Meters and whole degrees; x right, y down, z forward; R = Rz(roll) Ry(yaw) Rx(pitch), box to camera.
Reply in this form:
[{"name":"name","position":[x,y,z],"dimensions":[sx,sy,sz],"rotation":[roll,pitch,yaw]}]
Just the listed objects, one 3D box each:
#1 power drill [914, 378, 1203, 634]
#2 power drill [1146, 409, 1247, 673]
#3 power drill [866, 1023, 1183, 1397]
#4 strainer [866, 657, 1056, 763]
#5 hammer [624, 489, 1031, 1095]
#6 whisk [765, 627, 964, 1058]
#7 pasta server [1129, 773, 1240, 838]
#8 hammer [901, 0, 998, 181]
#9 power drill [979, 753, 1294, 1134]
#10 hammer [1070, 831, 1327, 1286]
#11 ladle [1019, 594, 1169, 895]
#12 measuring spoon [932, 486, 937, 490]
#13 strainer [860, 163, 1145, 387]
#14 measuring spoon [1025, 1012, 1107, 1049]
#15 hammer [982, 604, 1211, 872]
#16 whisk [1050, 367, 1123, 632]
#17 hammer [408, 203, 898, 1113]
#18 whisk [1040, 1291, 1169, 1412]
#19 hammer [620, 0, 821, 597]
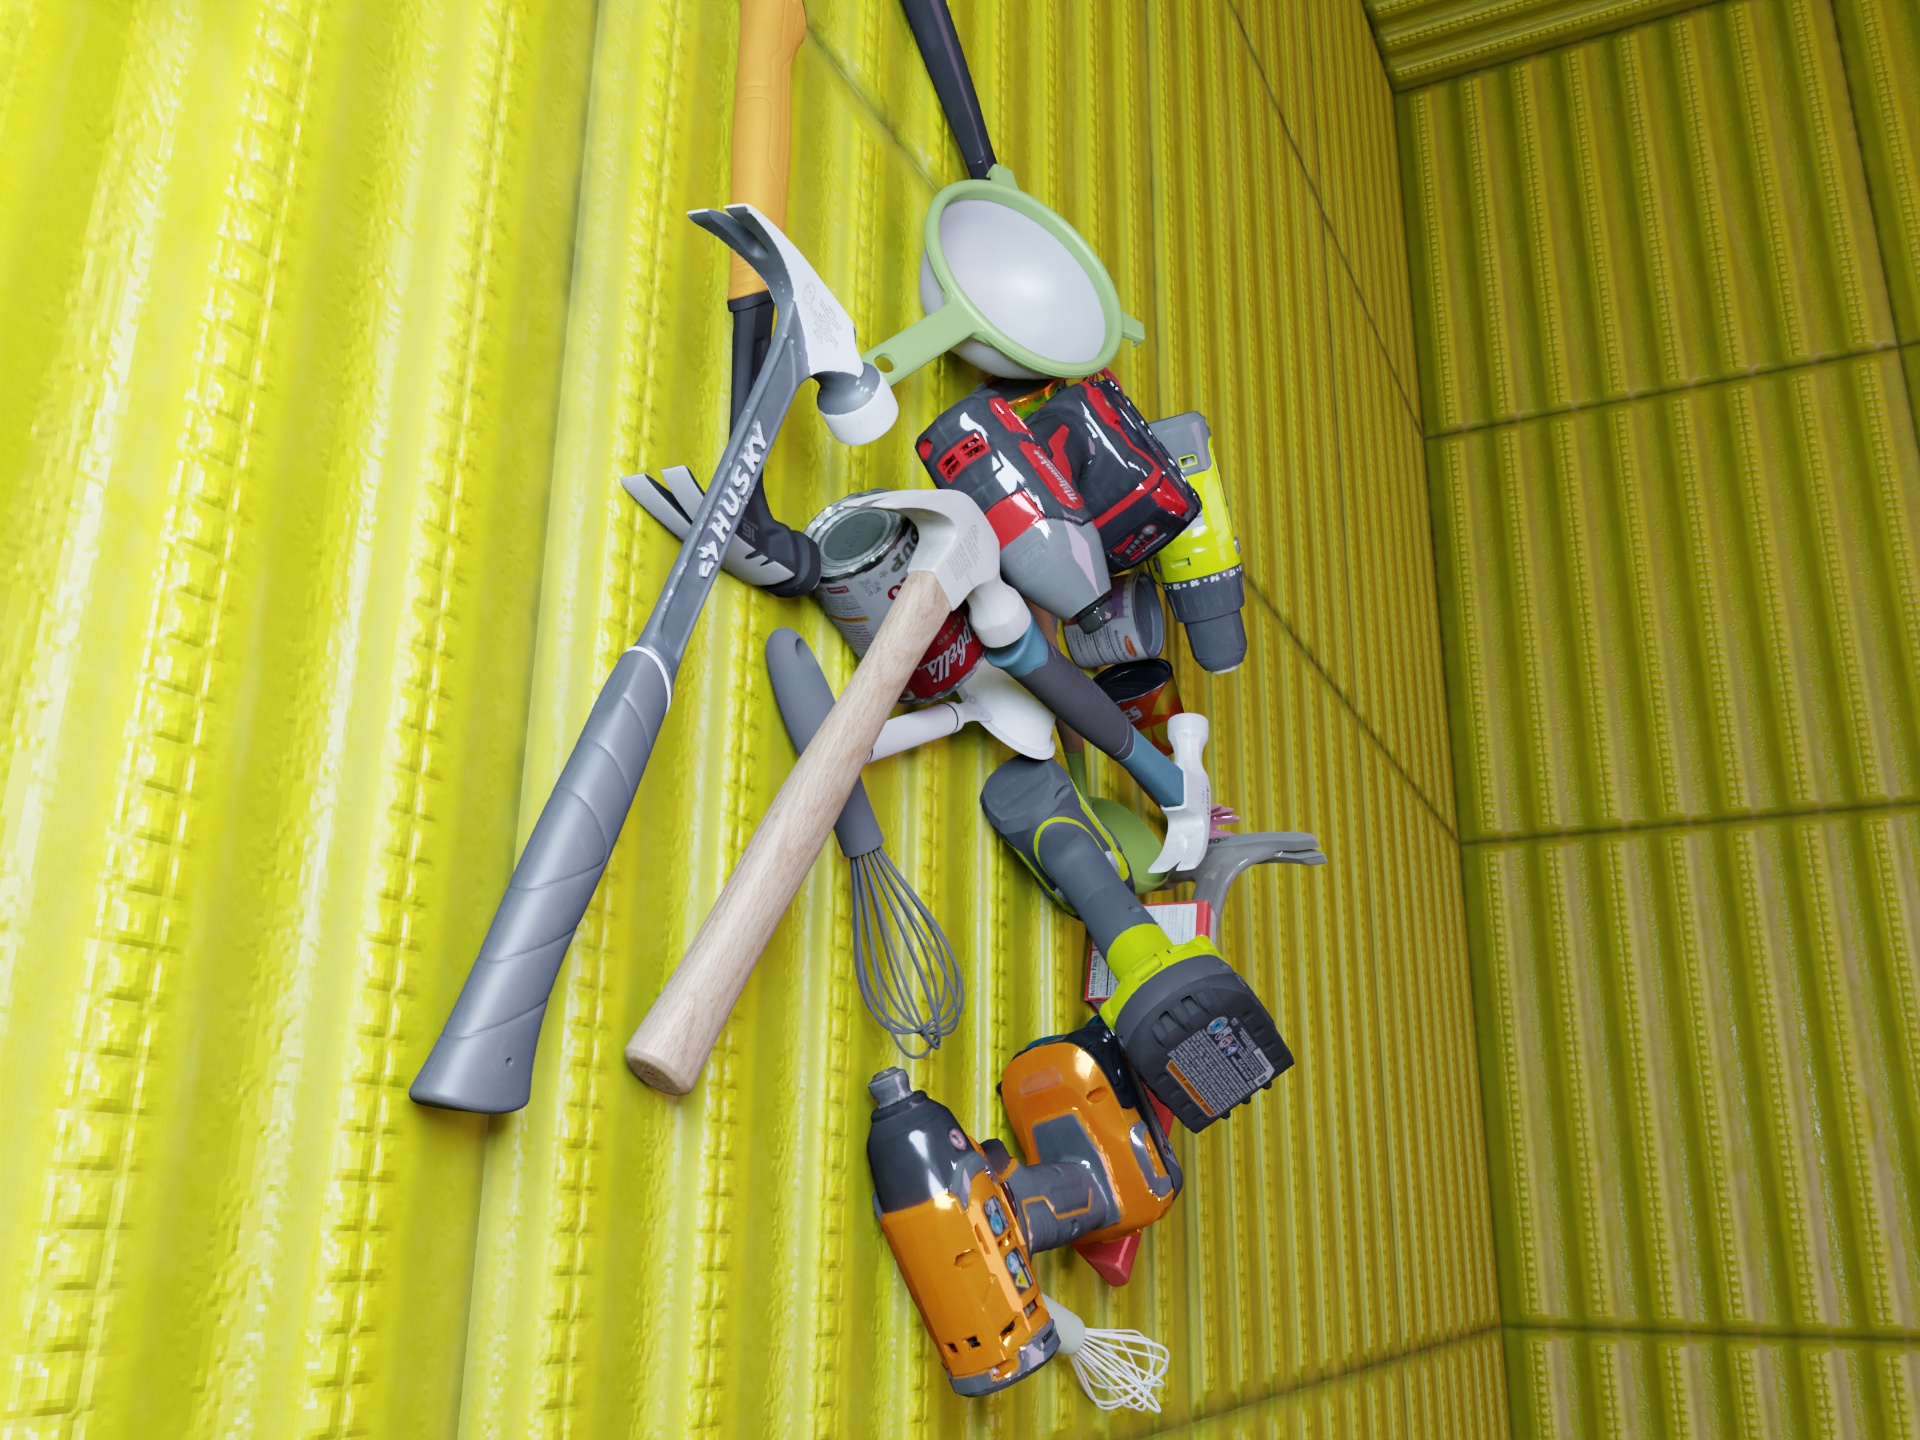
[{"name":"power drill","position":[0.064,-0.128,0.932],"dimensions":[0.143,0.078,0.219],"rotation":[54,25,1]},{"name":"power drill","position":[0.179,-0.145,1.245],"dimensions":[0.228,0.080,0.190],"rotation":[-68,143,-77]},{"name":"power drill","position":[0.031,0.245,0.883],"dimensions":[0.226,0.084,0.164],"rotation":[-14,79,-61]},{"name":"strainer","position":[-0.001,-0.003,0.931],"dimensions":[0.087,0.050,0.258],"rotation":[49,30,13]},{"name":"hammer","position":[-0.061,0.020,0.735],"dimensions":[0.129,0.031,0.331],"rotation":[59,47,-39]},{"name":"whisk","position":[-0.052,0.065,0.812],"dimensions":[0.055,0.055,0.239],"rotation":[-43,116,-61]},{"name":"pasta server","position":[0.174,0.068,1.261],"dimensions":[0.316,0.040,0.060],"rotation":[41,61,-65]},{"name":"hammer","position":[0.006,-0.399,1.084],"dimensions":[0.146,0.035,0.334],"rotation":[-67,141,-49]},{"name":"power drill","position":[0.107,0.136,0.985],"dimensions":[0.171,0.080,0.223],"rotation":[52,3,-45]},{"name":"hammer","position":[0.157,0.225,1.124],"dimensions":[0.036,0.149,0.359],"rotation":[55,42,-32]},{"name":"ladle","position":[0.082,-0.005,1.061],"dimensions":[0.078,0.062,0.319],"rotation":[-93,167,-53]},{"name":"measuring spoon","position":[0.005,-0.138,1.037],"dimensions":[0.117,0.011,0.021],"rotation":[-1,91,-69]},{"name":"strainer","position":[-0.001,-0.241,0.988],"dimensions":[0.151,0.069,0.256],"rotation":[49,47,-2]},{"name":"measuring spoon","position":[0.072,0.222,1.070],"dimensions":[0.128,0.021,0.042],"rotation":[9,60,-55]},{"name":"hammer","position":[0.097,0.007,1.016],"dimensions":[0.330,0.033,0.128],"rotation":[37,49,-56]},{"name":"whisk","position":[0.068,-0.135,1.118],"dimensions":[0.073,0.073,0.296],"rotation":[45,50,-53]},{"name":"hammer","position":[-0.122,-0.035,0.644],"dimensions":[0.149,0.036,0.409],"rotation":[57,42,-48]},{"name":"whisk","position":[0.068,0.381,0.980],"dimensions":[0.246,0.059,0.058],"rotation":[49,4,-44]},{"name":"hammer","position":[-0.107,-0.237,0.796],"dimensions":[0.127,0.034,0.337],"rotation":[34,52,-59]}]
